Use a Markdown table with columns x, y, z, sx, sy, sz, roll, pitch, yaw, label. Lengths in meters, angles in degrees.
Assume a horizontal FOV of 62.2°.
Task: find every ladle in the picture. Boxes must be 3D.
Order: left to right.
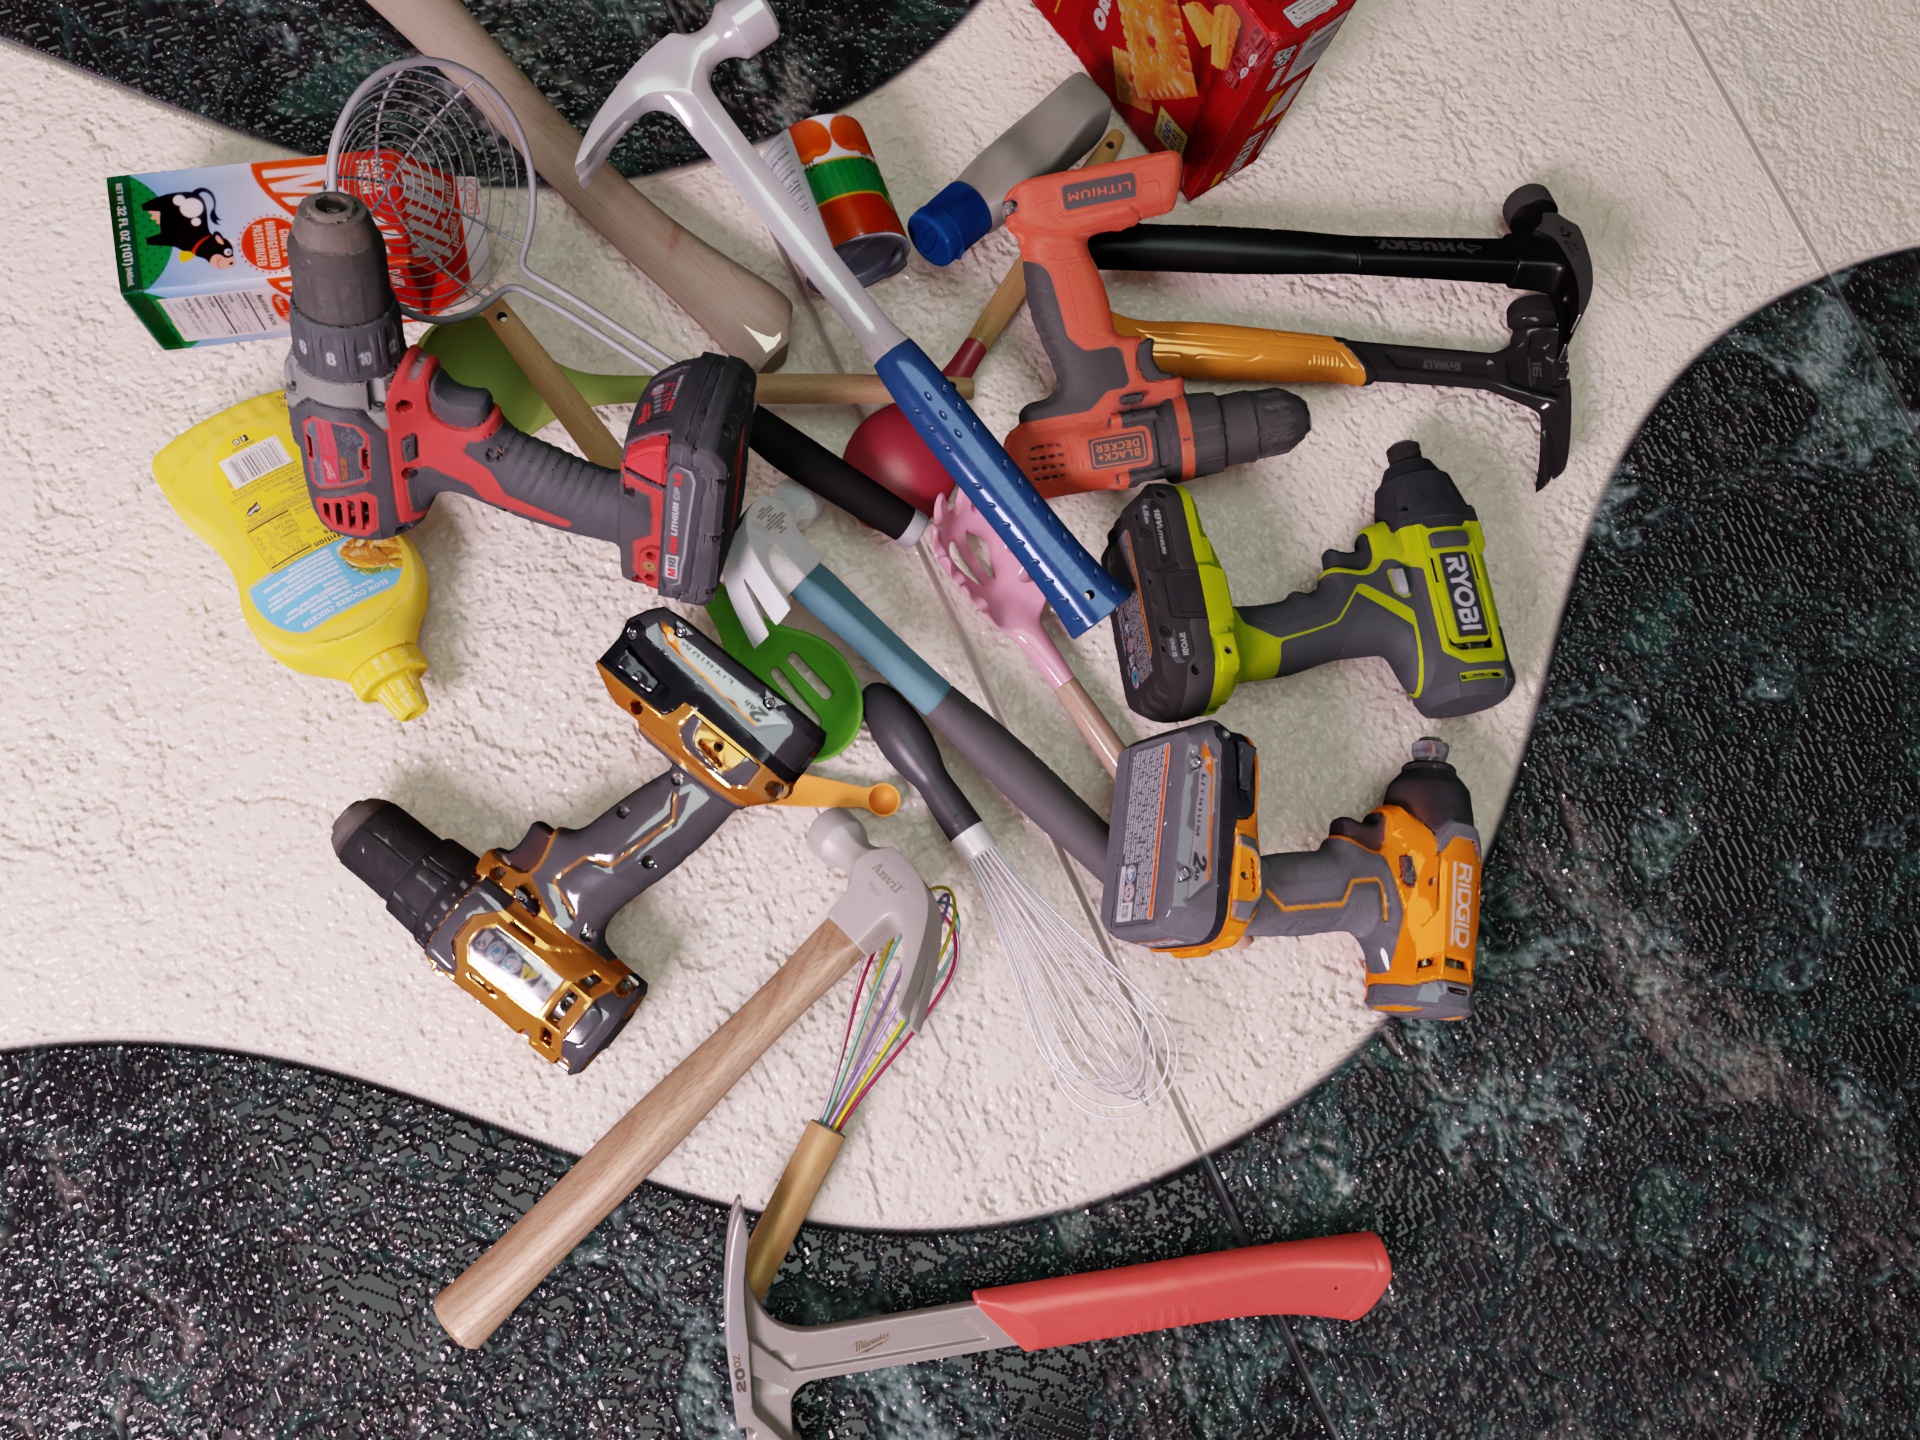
| x | y | z | sx | sy | sz | roll | pitch | yaw | label |
| --- | --- | --- | --- | --- | --- | --- | --- | --- | --- |
| -0.150 | -0.193 | 0.912 | 0.320 | 0.062 | 0.078 | -1 | 90 | -5 | ladle |
| 0.024 | -0.249 | 0.981 | 0.069 | 0.031 | 0.315 | 32 | 73 | -1 | ladle |

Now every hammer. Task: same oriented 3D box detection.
| x | y | z | sx | sy | sz | roll | pitch | yaw | label |
| --- | --- | --- | --- | --- | --- | --- | --- | --- | --- |
| -0.263 | -0.351 | 0.953 | 0.410 | 0.038 | 0.146 | 45 | 77 | 2 | hammer |
| -0.140 | 0.196 | 0.832 | 0.331 | 0.031 | 0.130 | -45 | 51 | -9 | hammer |
| -0.050 | -0.212 | 0.897 | 0.144 | 0.035 | 0.405 | -39 | 92 | -6 | hammer |
| -0.001 | -0.003 | 0.895 | 0.331 | 0.033 | 0.128 | 42 | 31 | -5 | hammer |
| 0.056 | 0.304 | 0.845 | 0.359 | 0.037 | 0.149 | -5 | 93 | -12 | hammer |
| 0.222 | -0.220 | 1.000 | 0.337 | 0.034 | 0.127 | 3 | 76 | -8 | hammer |
| 0.230 | -0.288 | 0.992 | 0.334 | 0.035 | 0.146 | 0 | 51 | -6 | hammer |

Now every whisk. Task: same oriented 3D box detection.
| x | y | z | sx | sy | sz | roll | pitch | yaw | label |
| --- | --- | --- | --- | --- | --- | --- | --- | --- | --- |
| -0.062 | 0.200 | 0.863 | 0.047 | 0.051 | 0.245 | 21 | 78 | 29 | whisk |
| 0.027 | 0.095 | 0.891 | 0.070 | 0.070 | 0.285 | -31 | 80 | -14 | whisk |

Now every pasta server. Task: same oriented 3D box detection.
| x | y | z | sx | sy | sz | roll | pitch | yaw | label |
| --- | --- | --- | --- | --- | --- | --- | --- | --- | --- |
| 0.079 | -0.001 | 0.927 | 0.060 | 0.040 | 0.316 | -32 | 85 | -23 | pasta server |

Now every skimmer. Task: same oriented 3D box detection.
| x | y | z | sx | sy | sz | roll | pitch | yaw | label |
| --- | --- | --- | --- | --- | --- | --- | --- | --- | --- |
| -0.159 | -0.201 | 0.844 | 0.363 | 0.090 | 0.127 | 31 | 73 | -19 | skimmer |

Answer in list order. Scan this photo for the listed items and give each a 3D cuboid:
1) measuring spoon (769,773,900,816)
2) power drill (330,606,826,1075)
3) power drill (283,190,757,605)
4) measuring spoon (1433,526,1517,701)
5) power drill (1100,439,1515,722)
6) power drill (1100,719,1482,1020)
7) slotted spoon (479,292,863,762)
| x | y | z | sx | sy | sz | roll | pitch | yaw | label |
| --- | --- | --- | --- | --- | --- | --- | --- | --- | --- |
| -0.092 | 0.040 | 0.907 | 0.117 | 0.011 | 0.021 | 7 | 78 | -4 | measuring spoon |
| -0.203 | 0.046 | 0.842 | 0.185 | 0.084 | 0.226 | 38 | 88 | 2 | power drill |
| -0.221 | -0.155 | 0.787 | 0.226 | 0.187 | 0.080 | 12 | 48 | -4 | power drill |
| 0.316 | -0.066 | 0.992 | 0.034 | 0.018 | 0.124 | -13 | 73 | 7 | measuring spoon |
| 0.205 | -0.082 | 0.945 | 0.223 | 0.080 | 0.171 | -5 | 74 | -12 | power drill |
| 0.197 | 0.070 | 0.888 | 0.226 | 0.084 | 0.164 | 15 | 73 | -24 | power drill |
| -0.163 | -0.106 | 0.887 | 0.070 | 0.031 | 0.313 | -38 | 99 | -8 | slotted spoon |
